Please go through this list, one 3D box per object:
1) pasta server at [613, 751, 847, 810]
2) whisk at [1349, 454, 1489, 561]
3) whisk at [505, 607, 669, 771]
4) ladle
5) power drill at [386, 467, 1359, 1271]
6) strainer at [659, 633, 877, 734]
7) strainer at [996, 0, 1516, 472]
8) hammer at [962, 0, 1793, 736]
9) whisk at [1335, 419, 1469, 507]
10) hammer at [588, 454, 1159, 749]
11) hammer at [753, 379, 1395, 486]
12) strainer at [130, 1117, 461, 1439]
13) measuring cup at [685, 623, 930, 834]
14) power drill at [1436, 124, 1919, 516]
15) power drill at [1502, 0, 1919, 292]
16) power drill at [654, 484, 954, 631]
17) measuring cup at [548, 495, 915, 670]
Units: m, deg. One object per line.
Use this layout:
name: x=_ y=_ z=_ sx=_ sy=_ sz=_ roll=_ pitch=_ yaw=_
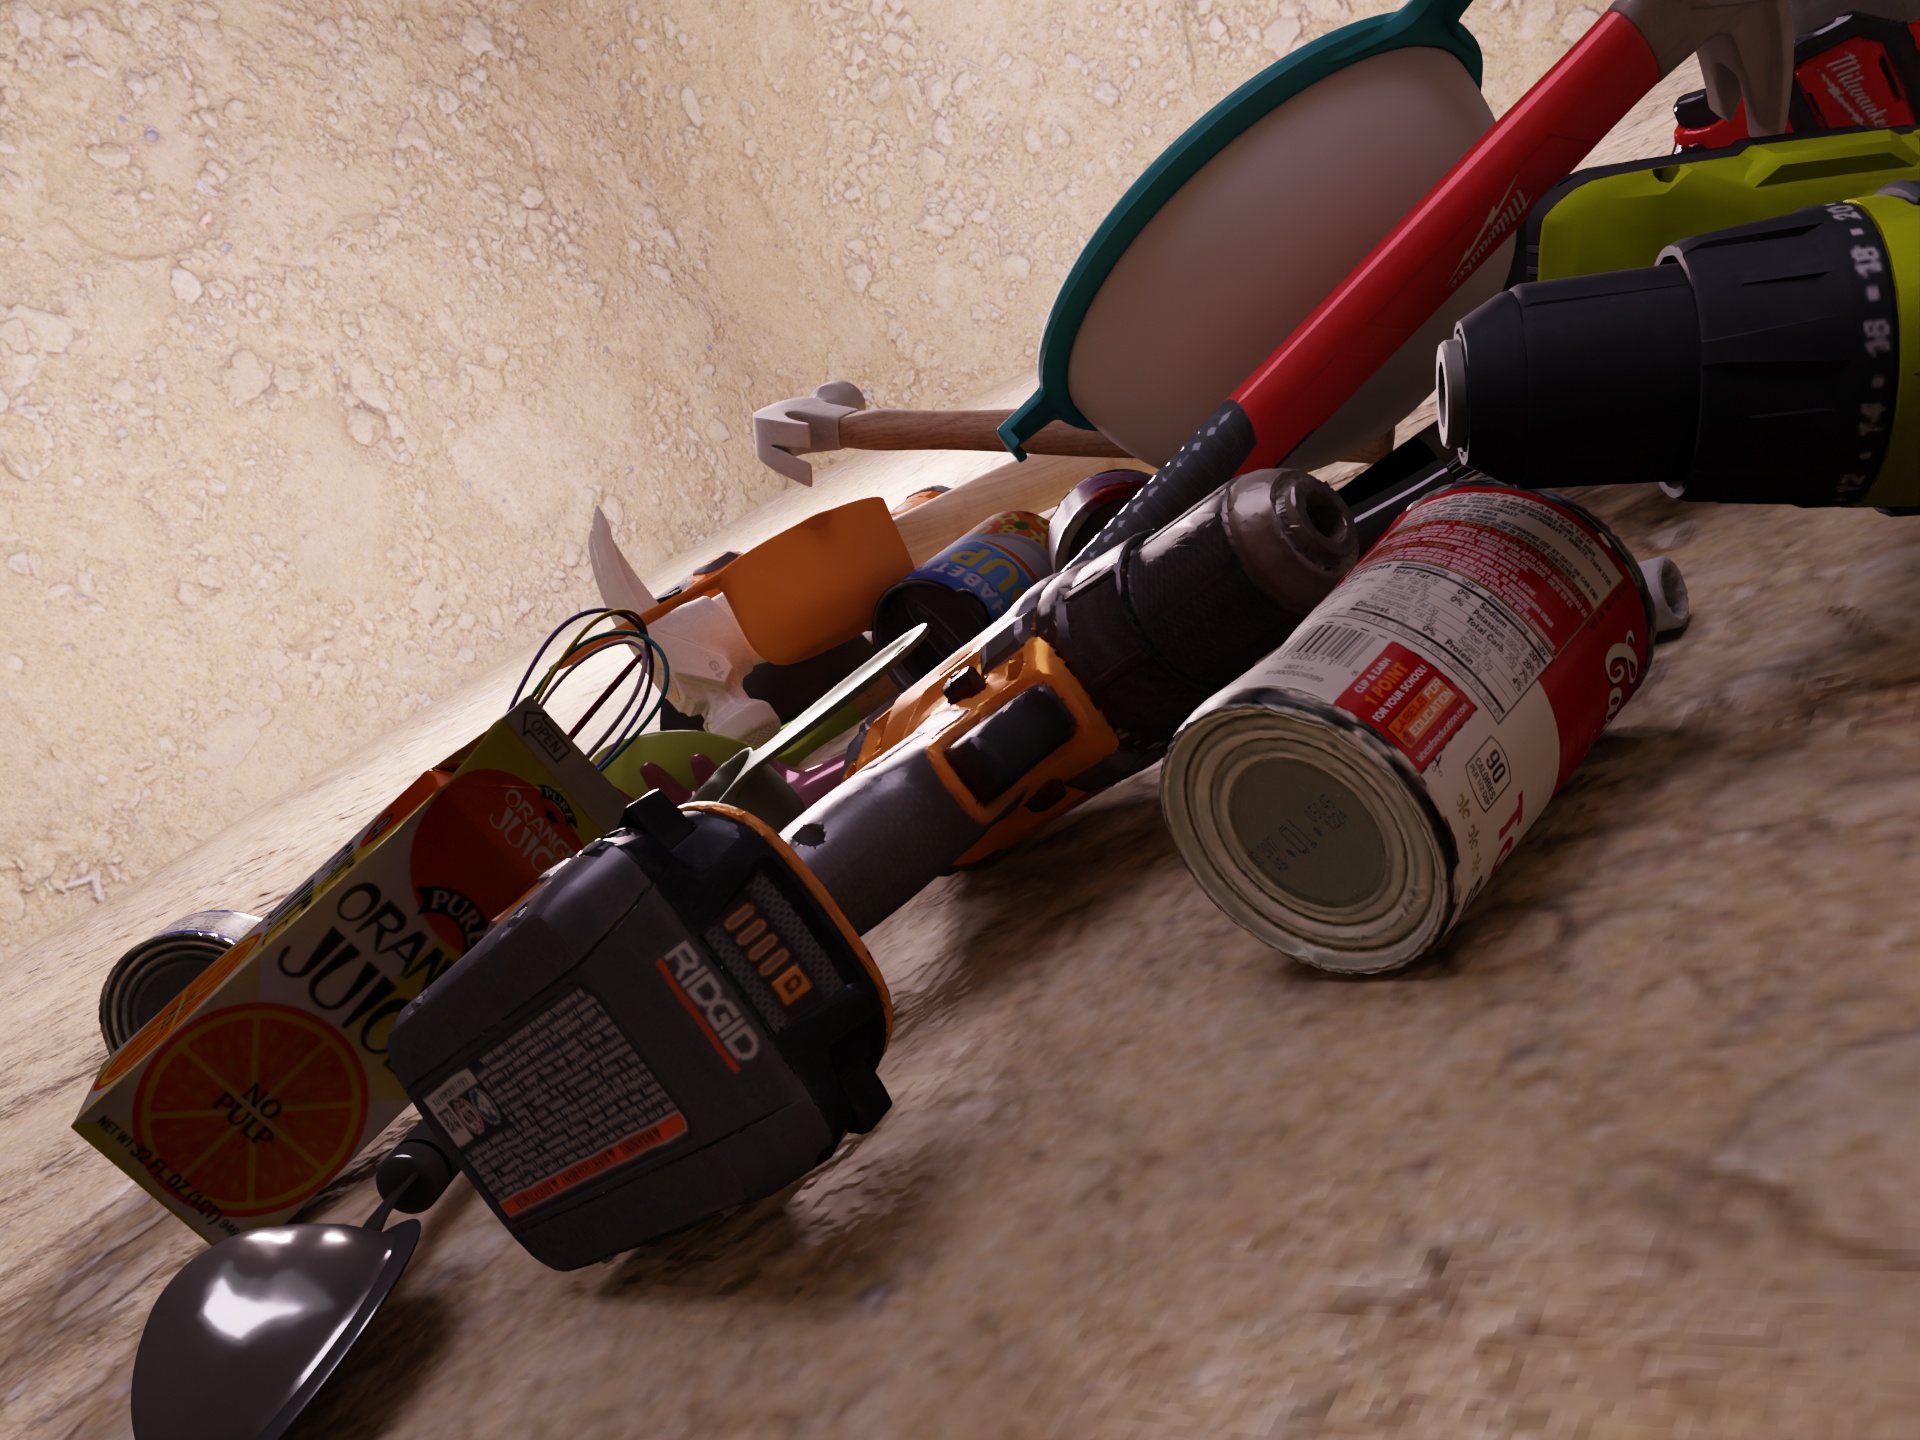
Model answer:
pasta server: x=-0.003 y=-0.004 z=0.635 sx=0.316 sy=0.060 sz=0.040 roll=-26 pitch=-32 yaw=2
whisk: x=0.173 y=-0.081 z=0.559 sx=0.239 sy=0.055 sz=0.055 roll=-29 pitch=12 yaw=16
whisk: x=-0.189 y=0.059 z=0.624 sx=0.245 sy=0.051 sz=0.047 roll=-59 pitch=1 yaw=-19
ladle: x=-0.044 y=-0.026 z=0.772 sx=0.320 sy=0.062 sz=0.078 roll=-35 pitch=-7 yaw=-39
power drill: x=-0.009 y=0.023 z=0.393 sx=0.185 sy=0.084 sz=0.226 roll=-35 pitch=1 yaw=46
strainer: x=-0.149 y=-0.001 z=0.856 sx=0.256 sy=0.069 sz=0.151 roll=-36 pitch=15 yaw=-38
strainer: x=0.167 y=-0.193 z=0.576 sx=0.211 sy=0.095 sz=0.340 roll=-21 pitch=-20 yaw=-37
hammer: x=0.114 y=-0.100 z=0.538 sx=0.386 sy=0.038 sz=0.143 roll=-45 pitch=-33 yaw=14
whisk: x=0.213 y=-0.121 z=0.612 sx=0.284 sy=0.070 sz=0.070 roll=-34 pitch=13 yaw=-1
hammer: x=-0.006 y=-0.120 z=0.892 sx=0.410 sy=0.146 sz=0.038 roll=-29 pitch=-14 yaw=-32
hammer: x=0.046 y=-0.145 z=0.800 sx=0.331 sy=0.031 sz=0.130 roll=5 pitch=23 yaw=22
strainer: x=-0.159 y=0.131 z=0.444 sx=0.087 sy=0.050 sz=0.258 roll=-40 pitch=6 yaw=15
measuring cup: x=-0.057 y=0.026 z=0.550 sx=0.167 sy=0.038 sz=0.083 roll=-38 pitch=14 yaw=30
power drill: x=0.207 y=-0.099 z=0.384 sx=0.190 sy=0.080 sz=0.228 roll=-3 pitch=18 yaw=12
power drill: x=0.303 y=-0.242 z=0.688 sx=0.220 sy=0.143 sz=0.078 roll=-18 pitch=14 yaw=47
power drill: x=-0.109 y=-0.079 z=1.058 sx=0.226 sy=0.084 sz=0.164 roll=-16 pitch=18 yaw=30
measuring cup: x=-0.099 y=-0.043 z=0.730 sx=0.173 sy=0.052 sz=0.095 roll=-29 pitch=0 yaw=-17
